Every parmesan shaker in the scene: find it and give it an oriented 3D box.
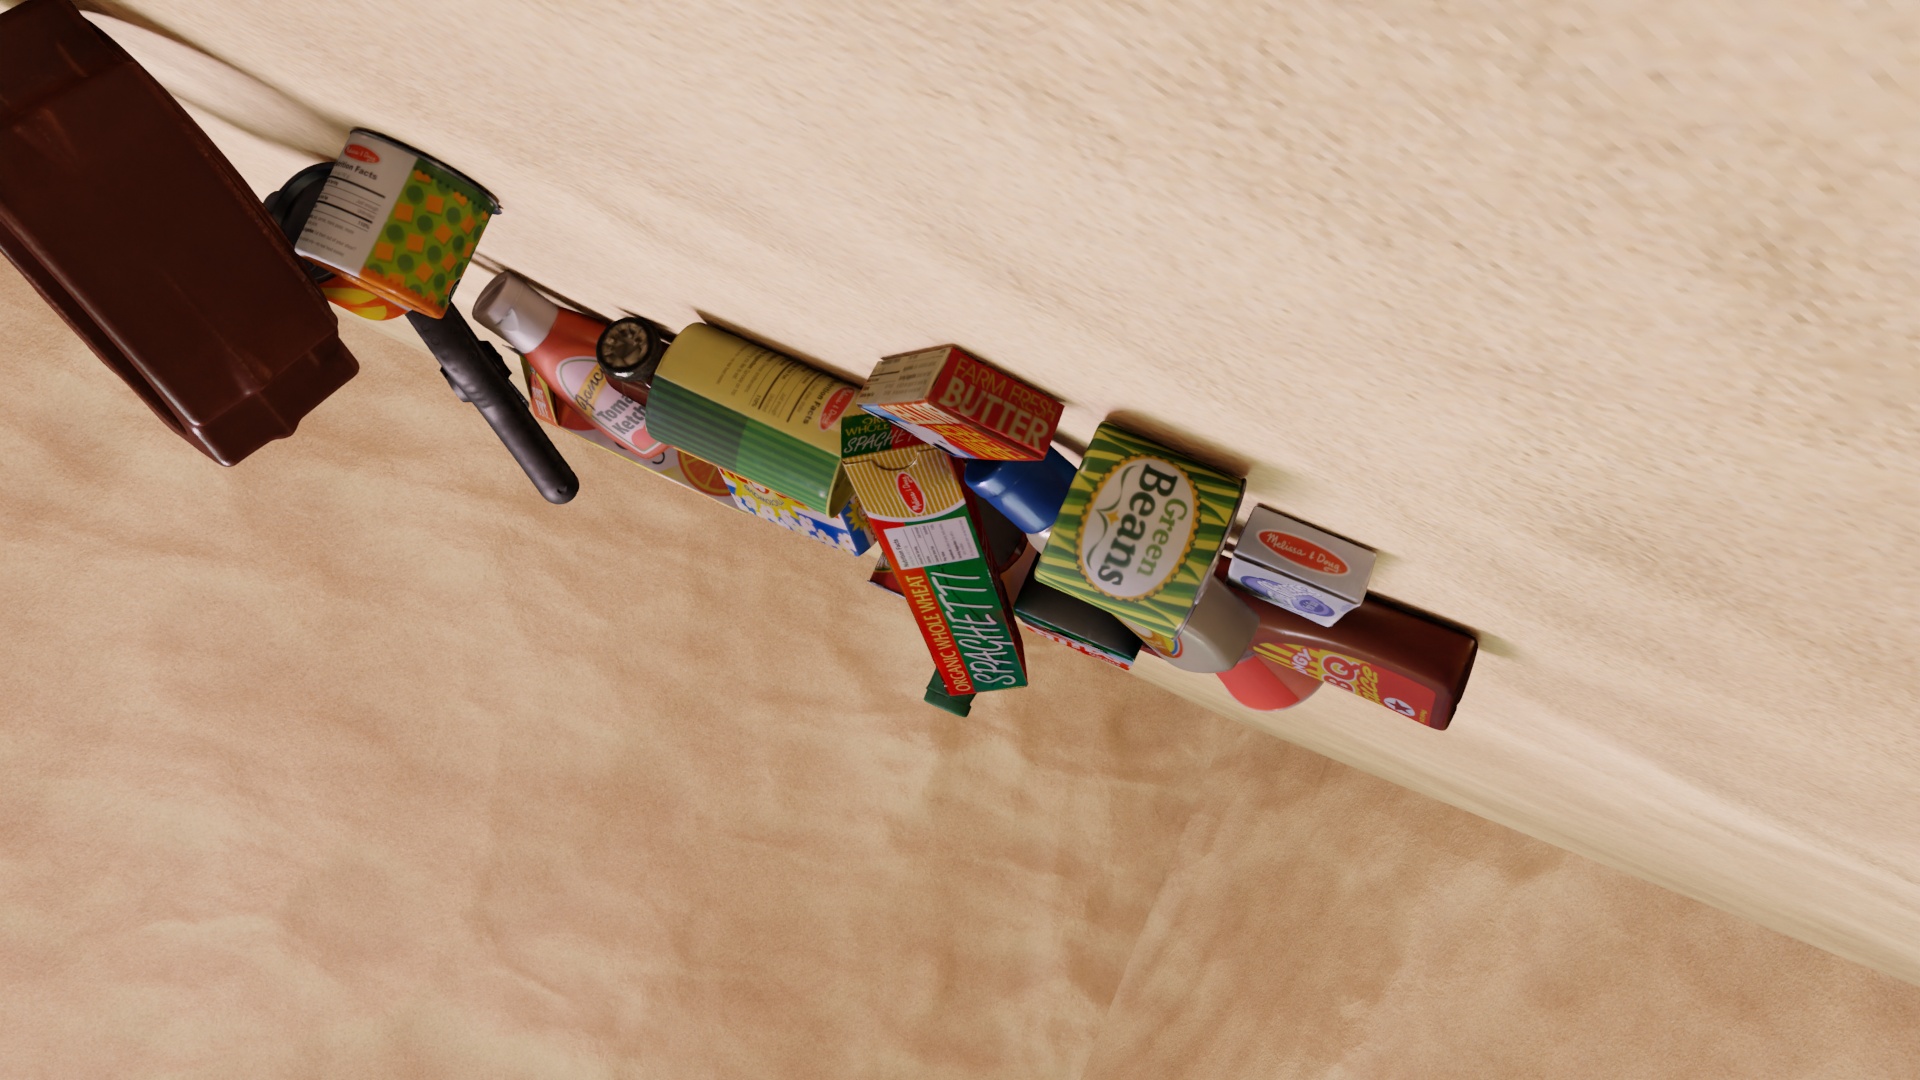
[{"bbox_3d":[-0.097,-0.063,0.703,0.103,0.071,0.071,24,176,6],"label":"parmesan shaker"}]

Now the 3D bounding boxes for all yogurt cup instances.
[{"bbox_3d":[0.160,0.052,0.747,0.072,0.072,0.054,19,166,47],"label":"yogurt cup"}]

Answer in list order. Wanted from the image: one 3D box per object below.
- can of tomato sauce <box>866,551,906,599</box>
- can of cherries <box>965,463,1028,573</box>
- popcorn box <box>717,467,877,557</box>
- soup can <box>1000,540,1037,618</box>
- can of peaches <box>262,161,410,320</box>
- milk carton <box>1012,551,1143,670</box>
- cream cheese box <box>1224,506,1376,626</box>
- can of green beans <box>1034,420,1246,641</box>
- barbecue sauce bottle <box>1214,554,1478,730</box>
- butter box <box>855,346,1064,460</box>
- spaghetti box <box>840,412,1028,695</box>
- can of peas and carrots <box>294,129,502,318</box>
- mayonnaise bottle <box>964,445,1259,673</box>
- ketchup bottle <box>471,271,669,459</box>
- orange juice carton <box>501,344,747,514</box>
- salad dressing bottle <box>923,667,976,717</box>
[{"bbox_3d":[-0.024,0.006,1.044,0.071,0.083,0.071,23,175,2],"label":"can of tomato sauce"},{"bbox_3d":[0.003,-0.010,0.793,0.071,0.071,0.058,25,174,-16],"label":"can of cherries"},{"bbox_3d":[-0.110,-0.047,0.916,0.127,0.038,0.084,21,145,39],"label":"popcorn box"},{"bbox_3d":[0.065,0.029,0.987,0.071,0.071,0.083,21,174,26],"label":"soup can"},{"bbox_3d":[-0.317,-0.155,0.723,0.071,0.071,0.058,22,176,20],"label":"can of peaches"},{"bbox_3d":[0.083,0.031,0.835,0.073,0.072,0.190,23,176,8],"label":"milk carton"},{"bbox_3d":[0.144,0.013,0.596,0.053,0.024,0.103,24,176,11],"label":"cream cheese box"},{"bbox_3d":[0.066,-0.004,0.515,0.058,0.071,0.071,24,176,4],"label":"can of green beans"},{"bbox_3d":[0.172,0.043,0.677,0.149,0.044,0.064,22,162,23],"label":"barbecue sauce bottle"},{"bbox_3d":[-0.003,-0.053,0.557,0.053,0.024,0.103,26,175,-19],"label":"butter box"},{"bbox_3d":[-0.007,0.015,0.724,0.050,0.029,0.249,-8,147,8],"label":"spaghetti box"},{"bbox_3d":[-0.245,-0.136,0.609,0.071,0.059,0.071,24,176,2],"label":"can of peas and carrots"},{"bbox_3d":[0.066,0.004,0.621,0.148,0.041,0.065,39,167,-24],"label":"mayonnaise bottle"},{"bbox_3d":[-0.237,-0.113,0.882,0.148,0.064,0.044,37,-158,-37],"label":"ketchup bottle"},{"bbox_3d":[-0.226,-0.092,0.975,0.192,0.073,0.072,27,177,-31],"label":"orange juice carton"},{"bbox_3d":[0.017,0.060,1.056,0.044,0.147,0.064,23,176,3],"label":"salad dressing bottle"}]
